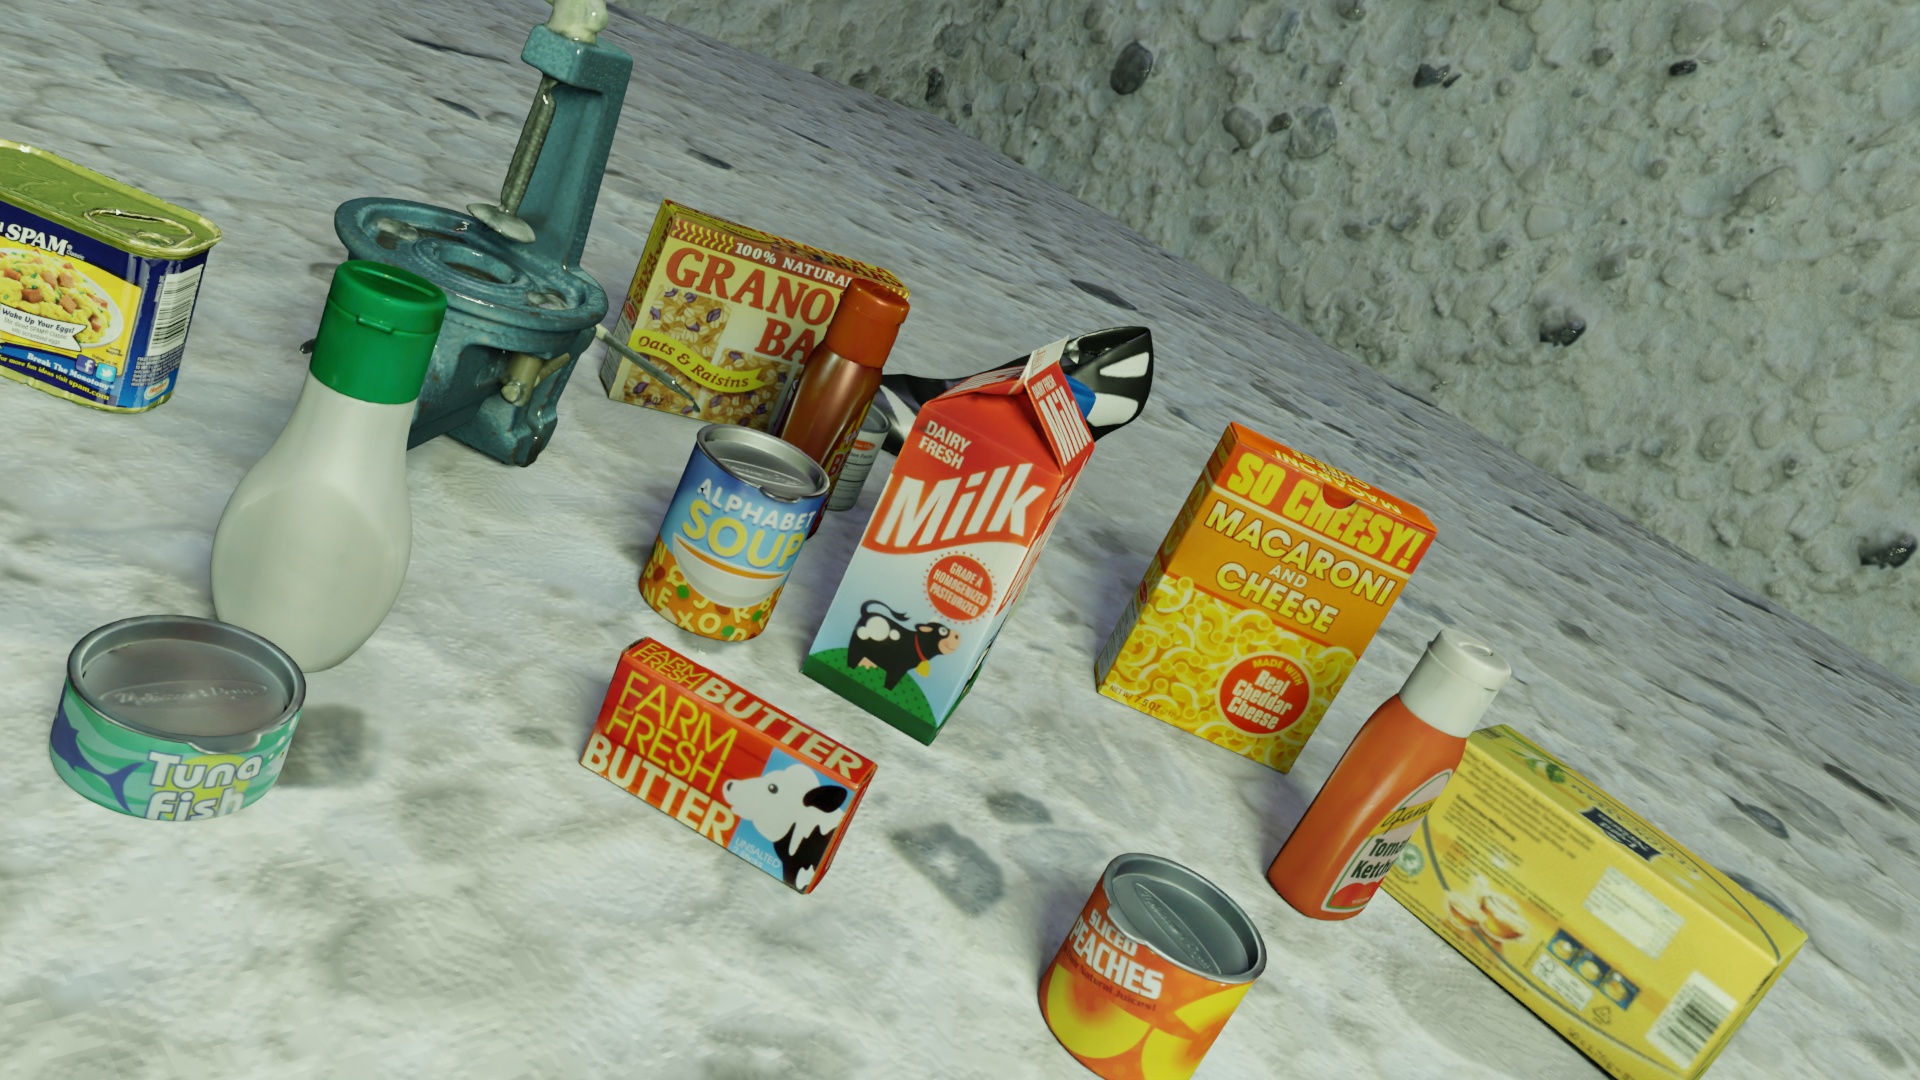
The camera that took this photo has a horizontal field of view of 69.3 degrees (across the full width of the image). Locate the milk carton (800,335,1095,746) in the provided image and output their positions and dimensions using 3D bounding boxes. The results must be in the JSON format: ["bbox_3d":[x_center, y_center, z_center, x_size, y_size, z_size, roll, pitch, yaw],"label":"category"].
[{"bbox_3d":[0.002,-0.008,0.651,0.073,0.189,0.072,29,20,7],"label":"milk carton"}]

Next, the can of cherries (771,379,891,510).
[{"bbox_3d":[-0.085,-0.061,0.864,0.071,0.058,0.072,23,20,-9],"label":"can of cherries"}]

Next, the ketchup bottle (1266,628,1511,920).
[{"bbox_3d":[0.205,0.111,0.660,0.065,0.148,0.043,5,28,-44],"label":"ketchup bottle"}]

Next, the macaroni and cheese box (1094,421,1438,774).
[{"bbox_3d":[0.168,0.035,0.777,0.124,0.165,0.040,24,20,-7],"label":"macaroni and cheese box"}]

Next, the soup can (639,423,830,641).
[{"bbox_3d":[-0.108,-0.002,0.660,0.071,0.083,0.071,23,20,-9],"label":"soup can"}]

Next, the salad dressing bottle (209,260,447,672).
[{"bbox_3d":[-0.219,-0.025,0.490,0.064,0.147,0.044,19,21,-18],"label":"salad dressing bottle"}]

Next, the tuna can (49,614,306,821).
[{"bbox_3d":[-0.242,0.056,0.433,0.071,0.032,0.071,23,21,-9],"label":"tuna can"}]

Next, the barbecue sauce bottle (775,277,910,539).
[{"bbox_3d":[-0.074,-0.073,0.777,0.044,0.148,0.065,26,20,1],"label":"barbecue sauce bottle"}]

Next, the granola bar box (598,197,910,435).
[{"bbox_3d":[-0.132,-0.134,0.892,0.166,0.123,0.039,12,24,-34],"label":"granola bar box"}]

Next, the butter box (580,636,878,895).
[{"bbox_3d":[-0.088,0.083,0.520,0.103,0.053,0.024,29,20,7],"label":"butter box"}]

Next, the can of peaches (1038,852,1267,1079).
[{"bbox_3d":[0.068,0.159,0.513,0.071,0.058,0.071,23,20,-9],"label":"can of peaches"}]

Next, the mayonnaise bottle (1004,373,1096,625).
[{"bbox_3d":[0.028,-0.024,0.780,0.065,0.147,0.041,20,21,-16],"label":"mayonnaise bottle"}]
